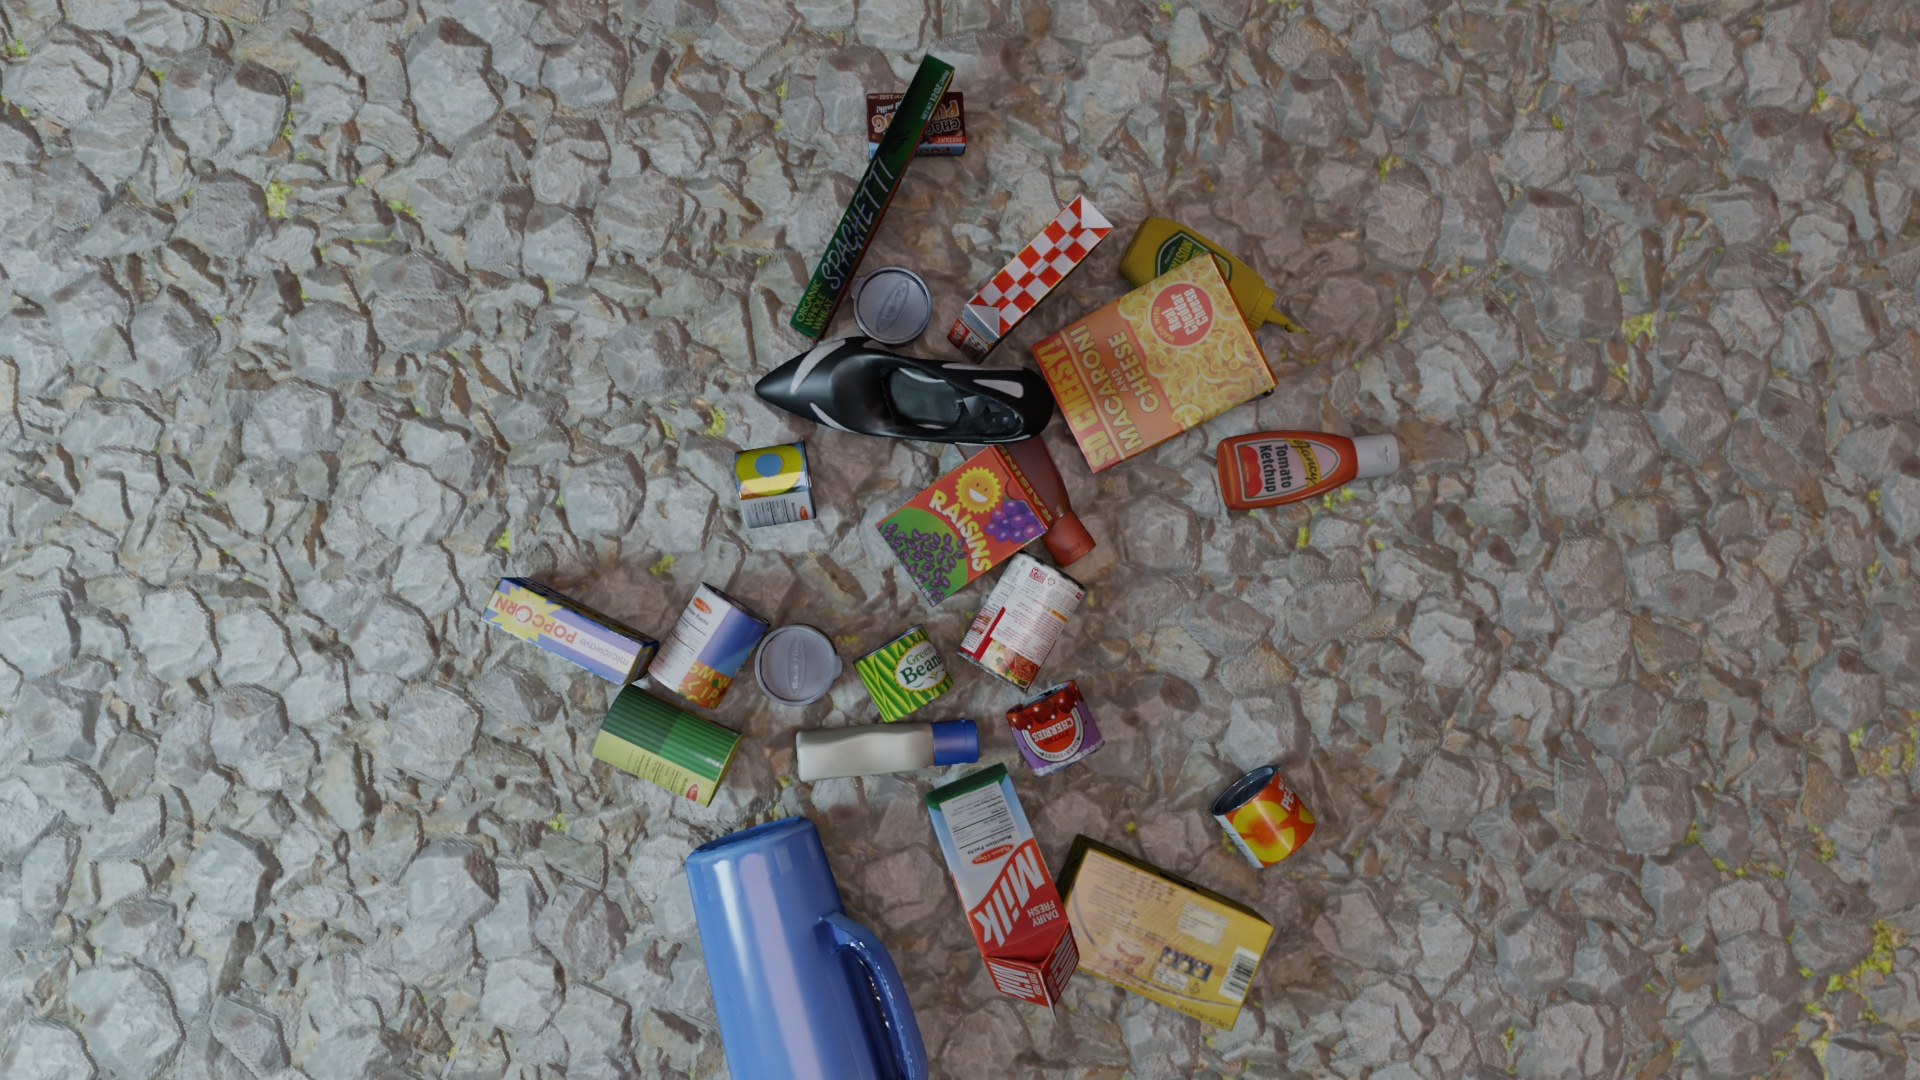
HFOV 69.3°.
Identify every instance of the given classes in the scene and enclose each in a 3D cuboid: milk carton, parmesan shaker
[{"bbox_3d":[0.038,0.279,1.090,0.073,0.072,0.191,-21,49,-4],"label":"milk carton"},{"bbox_3d":[-0.237,0.164,1.129,0.103,0.071,0.071,25,87,-2],"label":"parmesan shaker"}]

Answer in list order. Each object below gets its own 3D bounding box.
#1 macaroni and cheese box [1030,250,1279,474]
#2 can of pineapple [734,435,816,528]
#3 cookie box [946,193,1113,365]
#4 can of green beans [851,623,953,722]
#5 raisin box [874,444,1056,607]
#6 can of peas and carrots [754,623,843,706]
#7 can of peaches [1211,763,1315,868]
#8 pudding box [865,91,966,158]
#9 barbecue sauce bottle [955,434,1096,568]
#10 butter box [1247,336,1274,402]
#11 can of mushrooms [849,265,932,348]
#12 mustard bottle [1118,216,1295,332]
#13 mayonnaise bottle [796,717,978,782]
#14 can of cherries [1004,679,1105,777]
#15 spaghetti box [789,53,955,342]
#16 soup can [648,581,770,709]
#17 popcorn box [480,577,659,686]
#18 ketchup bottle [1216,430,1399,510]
[{"bbox_3d":[0.160,-0.145,1.153,0.166,0.040,0.123,-26,88,19],"label":"macaroni and cheese box"},{"bbox_3d":[-0.153,-0.047,1.147,0.058,0.071,0.071,-9,88,-4],"label":"can of pineapple"},{"bbox_3d":[0.051,-0.205,1.115,0.123,0.167,0.040,-45,94,-4],"label":"cookie box"},{"bbox_3d":[-0.047,0.109,1.145,0.071,0.071,0.058,-29,90,-4],"label":"can of green beans"},{"bbox_3d":[0.004,-0.014,1.145,0.123,0.040,0.086,-34,90,18],"label":"raisin box"},{"bbox_3d":[-0.132,0.101,1.144,0.071,0.058,0.071,0,88,-4],"label":"can of peas and carrots"},{"bbox_3d":[0.255,0.229,1.158,0.071,0.071,0.058,-37,91,-4],"label":"can of peaches"},{"bbox_3d":[-0.038,-0.354,1.185,0.084,0.030,0.049,-2,89,-3],"label":"pudding box"},{"bbox_3d":[0.058,-0.047,1.170,0.065,0.043,0.148,-35,90,2],"label":"barbecue sauce bottle"},{"bbox_3d":[0.212,-0.137,1.193,0.103,0.024,0.053,-15,88,-4],"label":"butter box"},{"bbox_3d":[-0.059,-0.198,1.175,0.071,0.033,0.071,0,88,-3],"label":"can of mushrooms"},{"bbox_3d":[0.217,-0.218,1.184,0.160,0.049,0.065,26,92,-2],"label":"mustard bottle"},{"bbox_3d":[-0.060,0.172,1.146,0.148,0.065,0.041,-4,92,-7],"label":"mayonnaise bottle"},{"bbox_3d":[0.078,0.155,1.148,0.071,0.071,0.058,-25,89,-4],"label":"can of cherries"},{"bbox_3d":[-0.073,-0.280,1.148,0.029,0.050,0.249,27,96,-6],"label":"spaghetti box"},{"bbox_3d":[-0.204,0.088,1.139,0.071,0.071,0.084,32,87,-2],"label":"soup can"},{"bbox_3d":[-0.312,0.073,1.121,0.127,0.085,0.038,26,88,-2],"label":"popcorn box"},{"bbox_3d":[0.297,-0.065,1.186,0.149,0.043,0.064,-8,88,-4],"label":"ketchup bottle"}]
